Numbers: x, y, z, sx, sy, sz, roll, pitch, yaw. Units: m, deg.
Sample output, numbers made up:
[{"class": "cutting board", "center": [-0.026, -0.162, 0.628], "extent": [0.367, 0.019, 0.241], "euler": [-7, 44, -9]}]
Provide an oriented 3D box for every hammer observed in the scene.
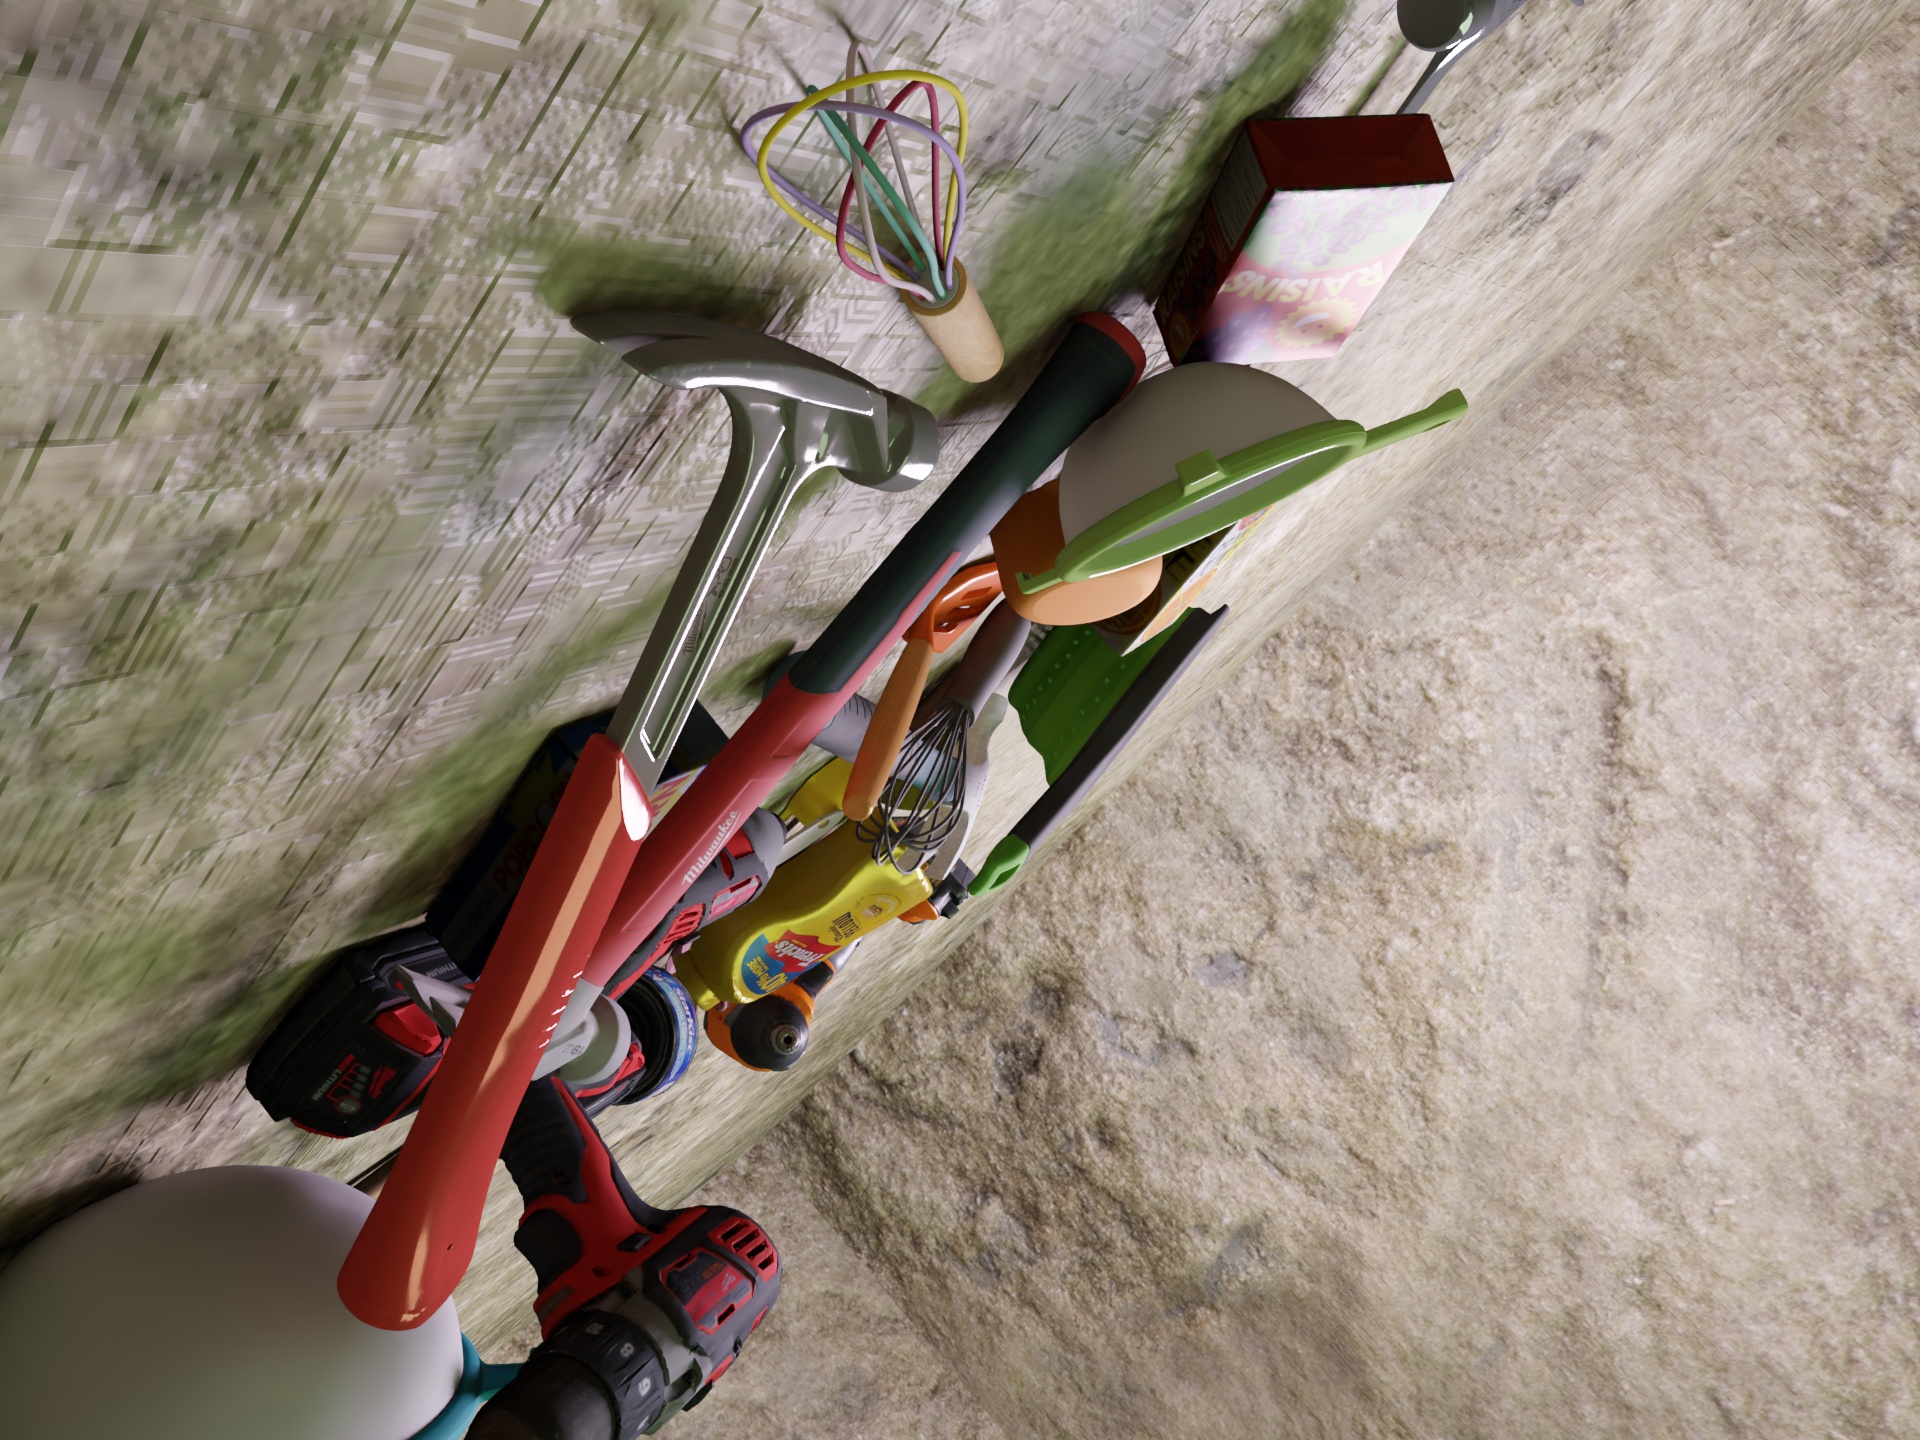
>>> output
[{"class": "hammer", "center": [-0.126, 0.049, 0.499], "extent": [0.149, 0.037, 0.359], "euler": [-3, 124, -61]}, {"class": "hammer", "center": [0.167, -0.221, 0.824], "extent": [0.144, 0.035, 0.405], "euler": [-35, 168, -37]}, {"class": "hammer", "center": [-0.037, 0.015, 0.900], "extent": [0.330, 0.033, 0.128], "euler": [35, 69, -72]}, {"class": "hammer", "center": [-0.058, -0.021, 0.630], "extent": [0.386, 0.038, 0.143], "euler": [-51, 160, -8]}]

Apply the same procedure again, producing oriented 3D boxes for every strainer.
[{"class": "strainer", "center": [0.143, -0.140, 0.749], "extent": [0.256, 0.069, 0.151], "euler": [-23, 177, -31]}, {"class": "strainer", "center": [-0.333, 0.236, 0.587], "extent": [0.340, 0.211, 0.095], "euler": [1, 94, -60]}]

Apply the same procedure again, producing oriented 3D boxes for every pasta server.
[{"class": "pasta server", "center": [-0.097, 0.081, 1.082], "extent": [0.316, 0.040, 0.060], "euler": [-47, 131, 13]}]

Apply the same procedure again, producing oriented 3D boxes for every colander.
[{"class": "colander", "center": [0.068, 0.000, 1.117], "extent": [0.204, 0.094, 0.397], "euler": [-55, 173, 33]}]

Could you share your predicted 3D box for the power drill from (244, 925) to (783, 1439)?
[{"class": "power drill", "center": [-0.187, 0.197, 0.650], "extent": [0.080, 0.227, 0.188], "euler": [-46, 170, 18]}]

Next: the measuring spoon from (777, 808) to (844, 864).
[{"class": "measuring spoon", "center": [-0.128, 0.085, 0.989], "extent": [0.124, 0.018, 0.034], "euler": [-32, 153, -14]}]

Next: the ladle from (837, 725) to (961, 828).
[{"class": "ladle", "center": [-0.090, 0.108, 1.178], "extent": [0.320, 0.062, 0.078], "euler": [-46, -175, 36]}]

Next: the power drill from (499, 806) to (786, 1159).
[{"class": "power drill", "center": [-0.180, 0.129, 0.855], "extent": [0.219, 0.078, 0.143], "euler": [-50, 168, 25]}]

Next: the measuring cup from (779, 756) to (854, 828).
[{"class": "measuring cup", "center": [-0.116, 0.083, 1.029], "extent": [0.156, 0.029, 0.062], "euler": [-45, 170, 2]}]

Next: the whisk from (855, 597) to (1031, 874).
[{"class": "whisk", "center": [0.000, -0.002, 0.864], "extent": [0.055, 0.055, 0.239], "euler": [-51, -174, 41]}]

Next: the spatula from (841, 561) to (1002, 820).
[{"class": "spatula", "center": [-0.017, -0.020, 0.791], "extent": [0.081, 0.041, 0.323], "euler": [-46, -170, 21]}]

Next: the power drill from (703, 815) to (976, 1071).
[{"class": "power drill", "center": [-0.095, 0.177, 1.225], "extent": [0.226, 0.084, 0.164], "euler": [-46, -169, -16]}]

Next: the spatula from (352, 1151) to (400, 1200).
[{"class": "spatula", "center": [-0.302, 0.247, 1.035], "extent": [0.316, 0.018, 0.059], "euler": [-34, 177, -44]}]

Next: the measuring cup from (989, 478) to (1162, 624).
[{"class": "measuring cup", "center": [0.102, -0.093, 0.827], "extent": [0.173, 0.052, 0.095], "euler": [-11, 162, 11]}]

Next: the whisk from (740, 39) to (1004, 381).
[{"class": "whisk", "center": [-0.008, -0.137, 0.476], "extent": [0.047, 0.051, 0.245], "euler": [-49, 173, 5]}]

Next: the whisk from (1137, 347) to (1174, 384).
[{"class": "whisk", "center": [0.081, -0.126, 0.877], "extent": [0.059, 0.058, 0.246], "euler": [1, 155, -23]}]
